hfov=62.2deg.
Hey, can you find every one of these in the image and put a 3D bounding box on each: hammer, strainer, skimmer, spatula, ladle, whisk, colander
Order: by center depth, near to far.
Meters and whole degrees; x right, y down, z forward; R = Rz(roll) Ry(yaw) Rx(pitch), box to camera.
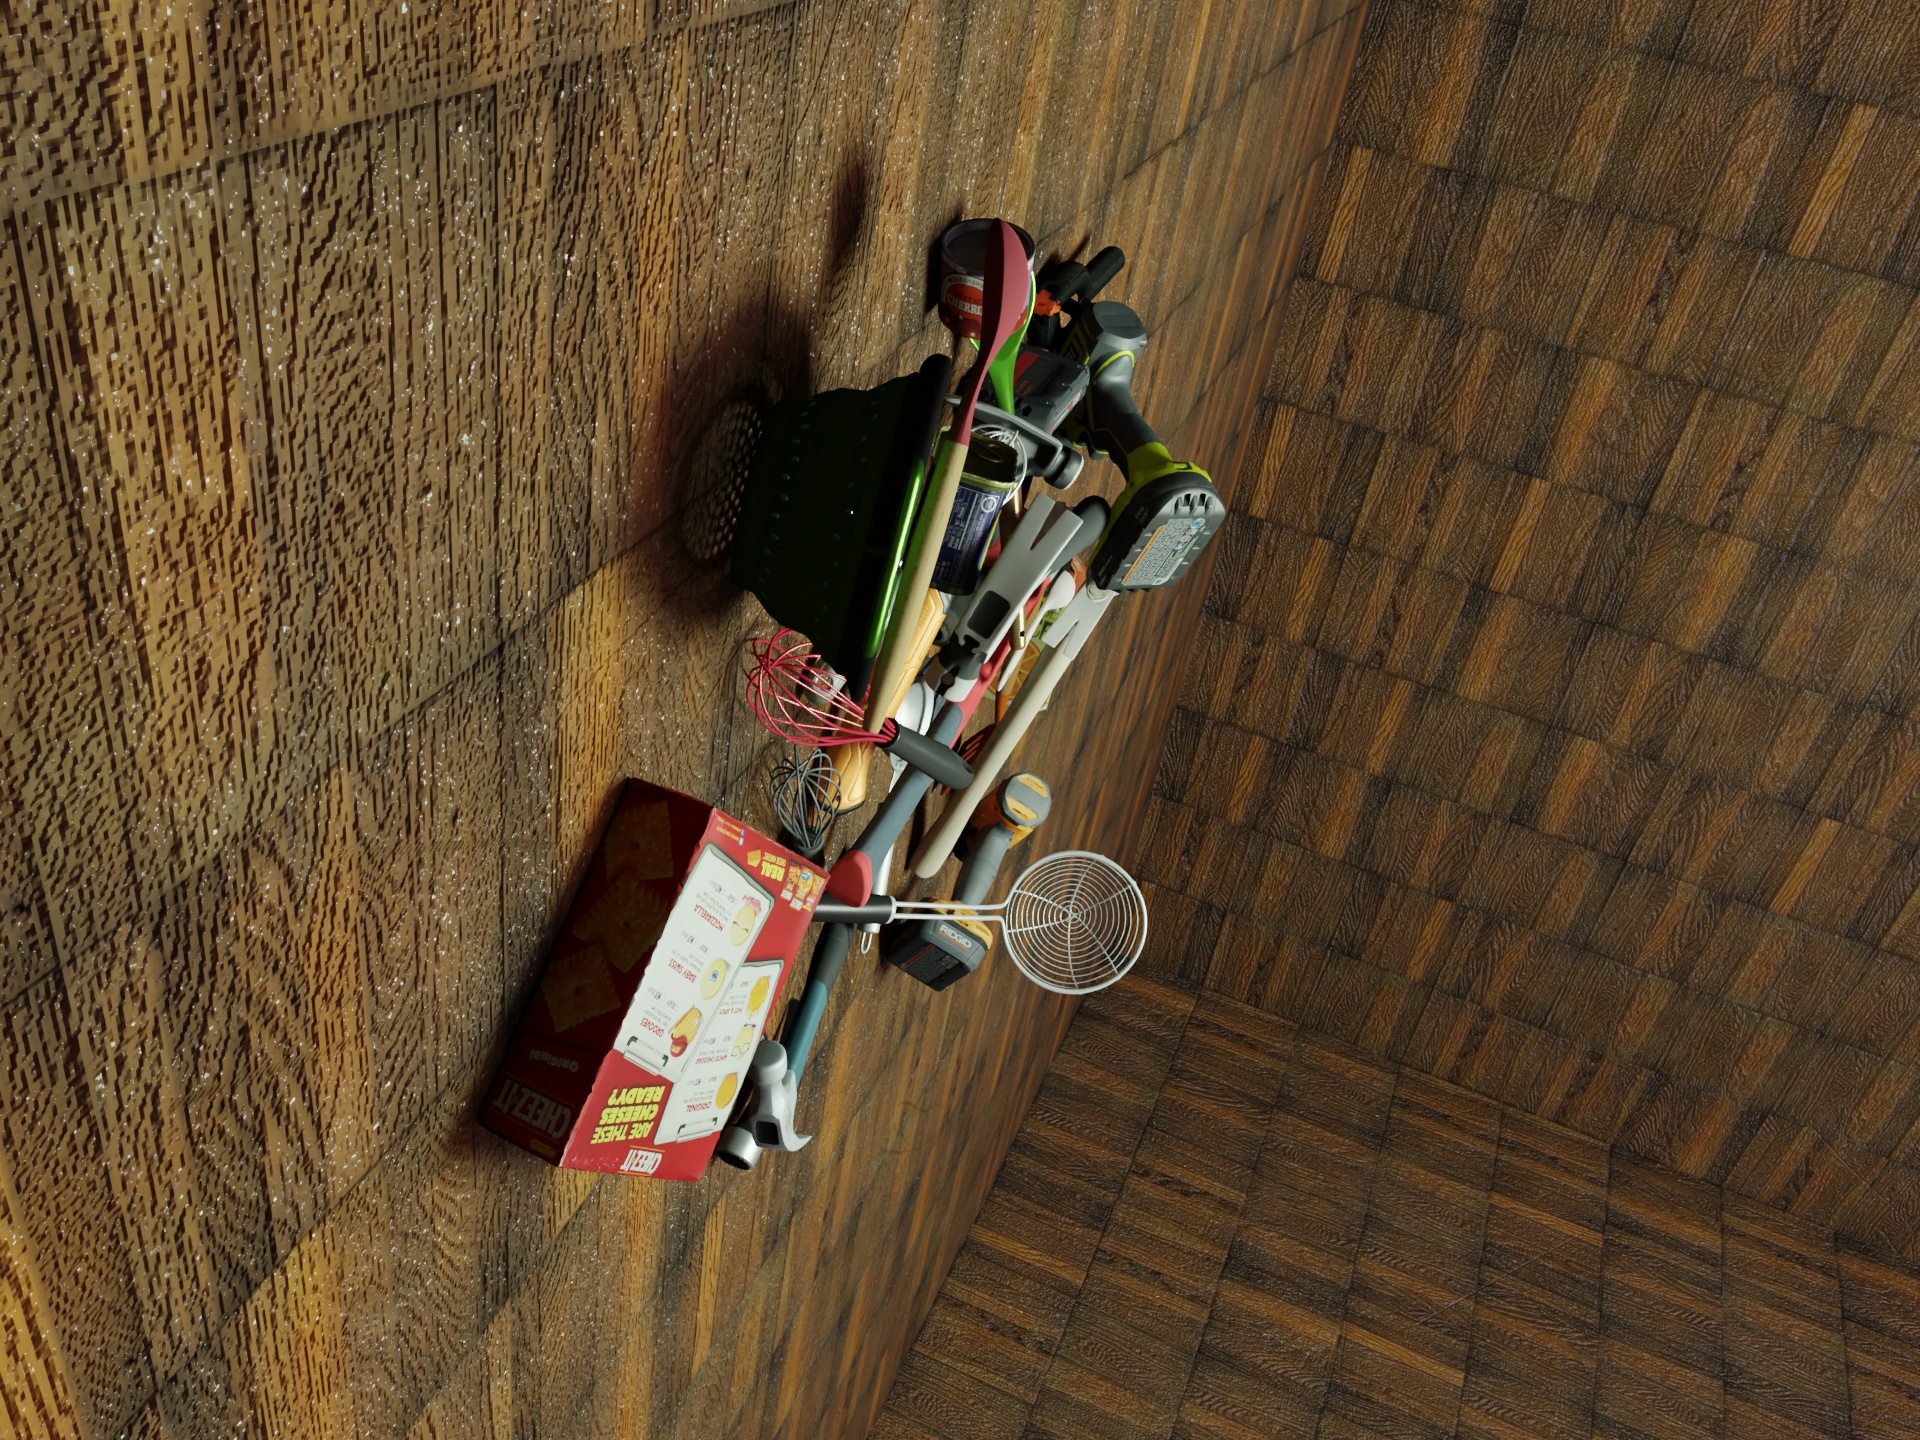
[{"bbox_3d":[-0.011,-0.142,0.958,0.069,0.031,0.315,-127,-127,-77],"label":"ladle"},{"bbox_3d":[-0.075,-0.141,0.991,0.397,0.094,0.204,-91,-164,-75],"label":"colander"},{"bbox_3d":[-0.062,0.004,1.127,0.295,0.073,0.073,32,78,-58],"label":"whisk"},{"bbox_3d":[-0.034,-0.112,1.148,0.246,0.057,0.059,-53,-170,-1],"label":"whisk"},{"bbox_3d":[0.066,-0.124,1.175,0.146,0.035,0.335,-57,176,24],"label":"hammer"},{"bbox_3d":[-0.117,0.088,1.215,0.238,0.055,0.055,97,17,-60],"label":"whisk"},{"bbox_3d":[-0.162,0.205,1.218,0.408,0.036,0.149,90,22,-54],"label":"hammer"},{"bbox_3d":[-0.035,-0.081,1.218,0.337,0.127,0.034,-62,-154,8],"label":"hammer"},{"bbox_3d":[-0.113,0.209,1.280,0.331,0.033,0.128,-72,165,-57],"label":"hammer"},{"bbox_3d":[0.004,0.164,1.316,0.363,0.090,0.127,8,93,-43],"label":"skimmer"},{"bbox_3d":[-0.002,-0.004,1.319,0.386,0.038,0.143,-59,170,-27],"label":"hammer"},{"bbox_3d":[-0.061,0.067,1.331,0.086,0.050,0.258,25,74,-71],"label":"strainer"},{"bbox_3d":[0.036,0.024,1.505,0.410,0.038,0.146,-59,177,41],"label":"hammer"},{"bbox_3d":[0.039,-0.049,1.554,0.081,0.041,0.322,-66,174,-46],"label":"spatula"}]

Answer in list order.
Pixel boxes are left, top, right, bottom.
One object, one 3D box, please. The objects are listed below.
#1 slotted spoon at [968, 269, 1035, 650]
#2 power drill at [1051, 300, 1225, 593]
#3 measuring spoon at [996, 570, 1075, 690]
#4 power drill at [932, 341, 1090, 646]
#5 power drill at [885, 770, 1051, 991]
[{"bbox_3d":[0.034,-0.206,1.234,0.070,0.031,0.313,-16,112,-31],"label":"slotted spoon"},{"bbox_3d":[0.132,-0.227,1.387,0.171,0.080,0.223,-58,-135,49],"label":"power drill"},{"bbox_3d":[0.065,-0.072,1.318,0.124,0.018,0.034,-59,171,-21],"label":"measuring spoon"},{"bbox_3d":[0.027,-0.184,1.339,0.188,0.080,0.226,-55,163,-47],"label":"power drill"},{"bbox_3d":[0.004,0.175,1.706,0.226,0.084,0.185,-61,-172,-31],"label":"power drill"}]
